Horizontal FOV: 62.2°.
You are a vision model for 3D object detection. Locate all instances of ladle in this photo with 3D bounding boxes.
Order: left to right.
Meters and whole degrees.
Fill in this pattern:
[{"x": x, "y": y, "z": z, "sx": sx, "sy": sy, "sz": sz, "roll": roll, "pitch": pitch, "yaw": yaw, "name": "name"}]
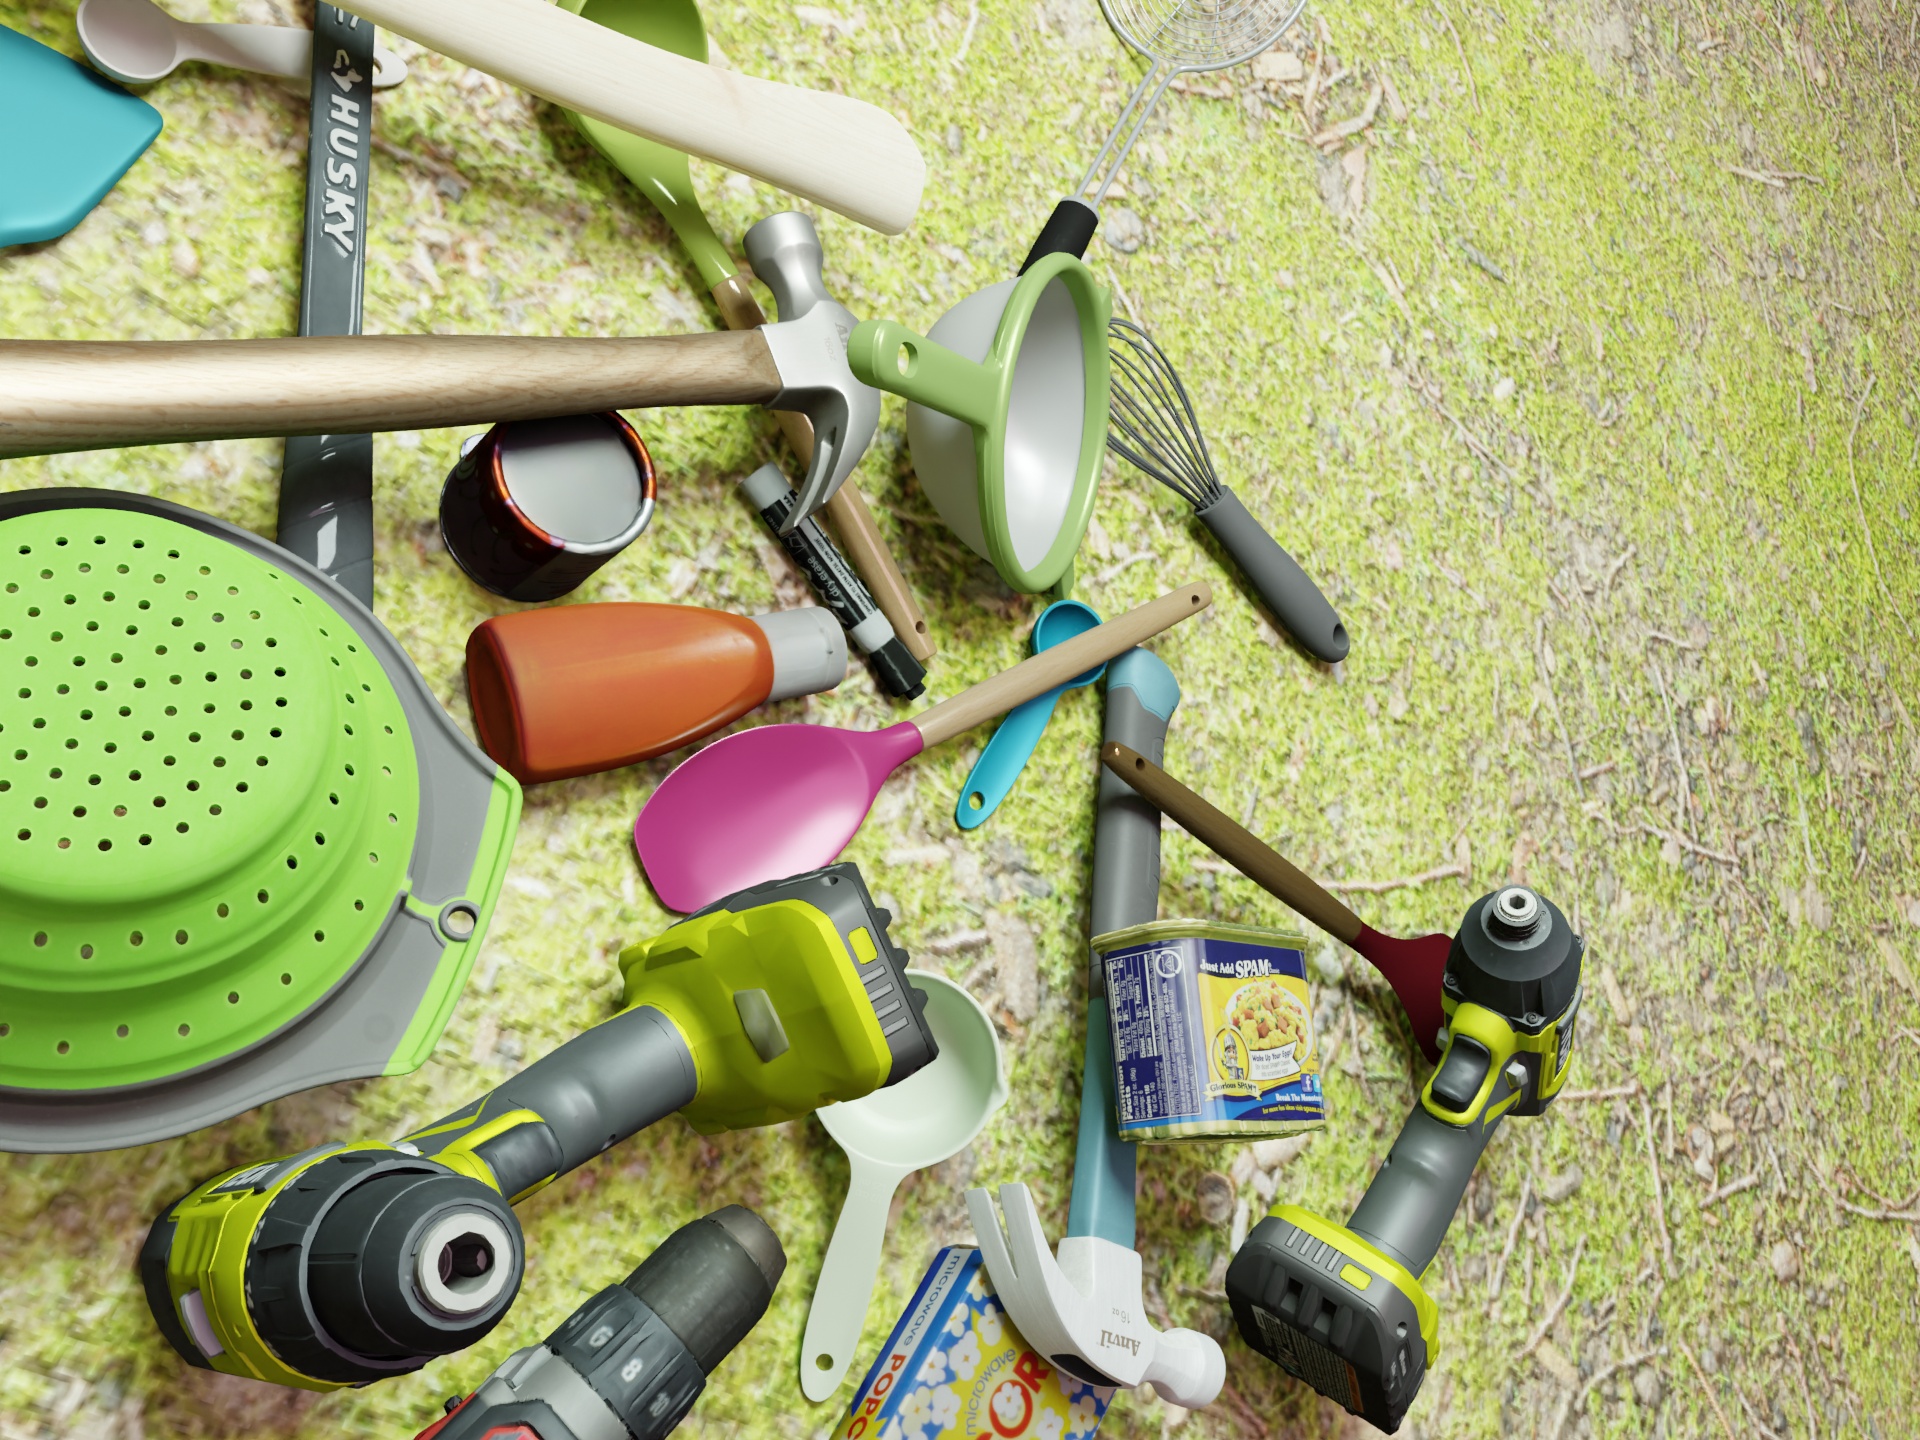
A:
[{"x": -0.083, "y": -0.170, "z": 0.689, "sx": 0.078, "sy": 0.062, "sz": 0.320, "roll": -34, "pitch": 99, "yaw": -38, "name": "ladle"}, {"x": 0.175, "y": 0.090, "z": 0.780, "sx": 0.315, "sy": 0.031, "sz": 0.069, "roll": 35, "pitch": 61, "yaw": -31, "name": "ladle"}]

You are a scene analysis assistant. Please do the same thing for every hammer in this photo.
[{"x": -0.226, "y": -0.138, "z": 0.583, "sx": 0.149, "sy": 0.036, "sz": 0.409, "roll": 9, "pitch": 73, "yaw": -43, "name": "hammer"}, {"x": -0.193, "y": -0.254, "z": 0.578, "sx": 0.410, "sy": 0.038, "sz": 0.146, "roll": 13, "pitch": 75, "yaw": -32, "name": "hammer"}, {"x": -0.161, "y": -0.116, "z": 0.552, "sx": 0.331, "sy": 0.031, "sz": 0.130, "roll": -14, "pitch": 79, "yaw": -42, "name": "hammer"}, {"x": 0.070, "y": 0.114, "z": 0.699, "sx": 0.128, "sy": 0.033, "sz": 0.331, "roll": 30, "pitch": 53, "yaw": -33, "name": "hammer"}]

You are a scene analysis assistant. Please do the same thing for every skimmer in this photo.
[{"x": 0.087, "y": -0.328, "z": 0.835, "sx": 0.127, "sy": 0.090, "sz": 0.363, "roll": 22, "pitch": 62, "yaw": 8, "name": "skimmer"}]

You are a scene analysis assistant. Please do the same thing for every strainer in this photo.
[{"x": -0.006, "y": -0.134, "z": 0.674, "sx": 0.256, "sy": 0.069, "sz": 0.151, "roll": -3, "pitch": 101, "yaw": -67, "name": "strainer"}]

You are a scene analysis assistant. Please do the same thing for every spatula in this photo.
[{"x": -0.311, "y": -0.127, "z": 0.458, "sx": 0.082, "sy": 0.044, "sz": 0.318, "roll": 24, "pitch": 30, "yaw": -28, "name": "spatula"}]

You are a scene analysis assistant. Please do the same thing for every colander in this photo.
[{"x": -0.310, "y": -0.020, "z": 0.418, "sx": 0.397, "sy": 0.094, "sz": 0.205, "roll": 22, "pitch": 59, "yaw": -17, "name": "colander"}]

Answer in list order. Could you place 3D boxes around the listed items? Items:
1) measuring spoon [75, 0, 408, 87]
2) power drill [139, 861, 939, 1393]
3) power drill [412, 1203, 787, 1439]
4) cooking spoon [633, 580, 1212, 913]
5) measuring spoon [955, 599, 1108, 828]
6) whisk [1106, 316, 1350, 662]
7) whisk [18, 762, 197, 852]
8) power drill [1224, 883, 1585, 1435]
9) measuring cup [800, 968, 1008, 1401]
[{"x": -0.272, "y": -0.253, "z": 0.608, "sx": 0.124, "sy": 0.018, "sz": 0.034, "roll": -13, "pitch": 88, "yaw": -44, "name": "measuring spoon"}, {"x": -0.118, "y": 0.125, "z": 0.492, "sx": 0.228, "sy": 0.190, "sz": 0.080, "roll": -25, "pitch": 91, "yaw": -42, "name": "power drill"}, {"x": -0.075, "y": 0.290, "z": 0.510, "sx": 0.227, "sy": 0.080, "sz": 0.188, "roll": 45, "pitch": 58, "yaw": 7, "name": "power drill"}, {"x": -0.001, "y": -0.002, "z": 0.701, "sx": 0.319, "sy": 0.017, "sz": 0.068, "roll": -26, "pitch": 98, "yaw": -31, "name": "cooking spoon"}, {"x": 0.028, "y": -0.002, "z": 0.744, "sx": 0.042, "sy": 0.021, "sz": 0.129, "roll": 40, "pitch": 66, "yaw": -18, "name": "measuring spoon"}, {"x": 0.133, "y": -0.116, "z": 0.834, "sx": 0.238, "sy": 0.055, "sz": 0.055, "roll": 46, "pitch": 55, "yaw": -20, "name": "whisk"}, {"x": -0.331, "y": 0.081, "z": 0.450, "sx": 0.245, "sy": 0.051, "sz": 0.047, "roll": -39, "pitch": 120, "yaw": -41, "name": "whisk"}, {"x": 0.210, "y": 0.188, "z": 0.714, "sx": 0.223, "sy": 0.080, "sz": 0.171, "roll": -52, "pitch": 147, "yaw": -22, "name": "power drill"}, {"x": -0.034, "y": 0.180, "z": 0.628, "sx": 0.083, "sy": 0.038, "sz": 0.167, "roll": 15, "pitch": 85, "yaw": 0, "name": "measuring cup"}]
